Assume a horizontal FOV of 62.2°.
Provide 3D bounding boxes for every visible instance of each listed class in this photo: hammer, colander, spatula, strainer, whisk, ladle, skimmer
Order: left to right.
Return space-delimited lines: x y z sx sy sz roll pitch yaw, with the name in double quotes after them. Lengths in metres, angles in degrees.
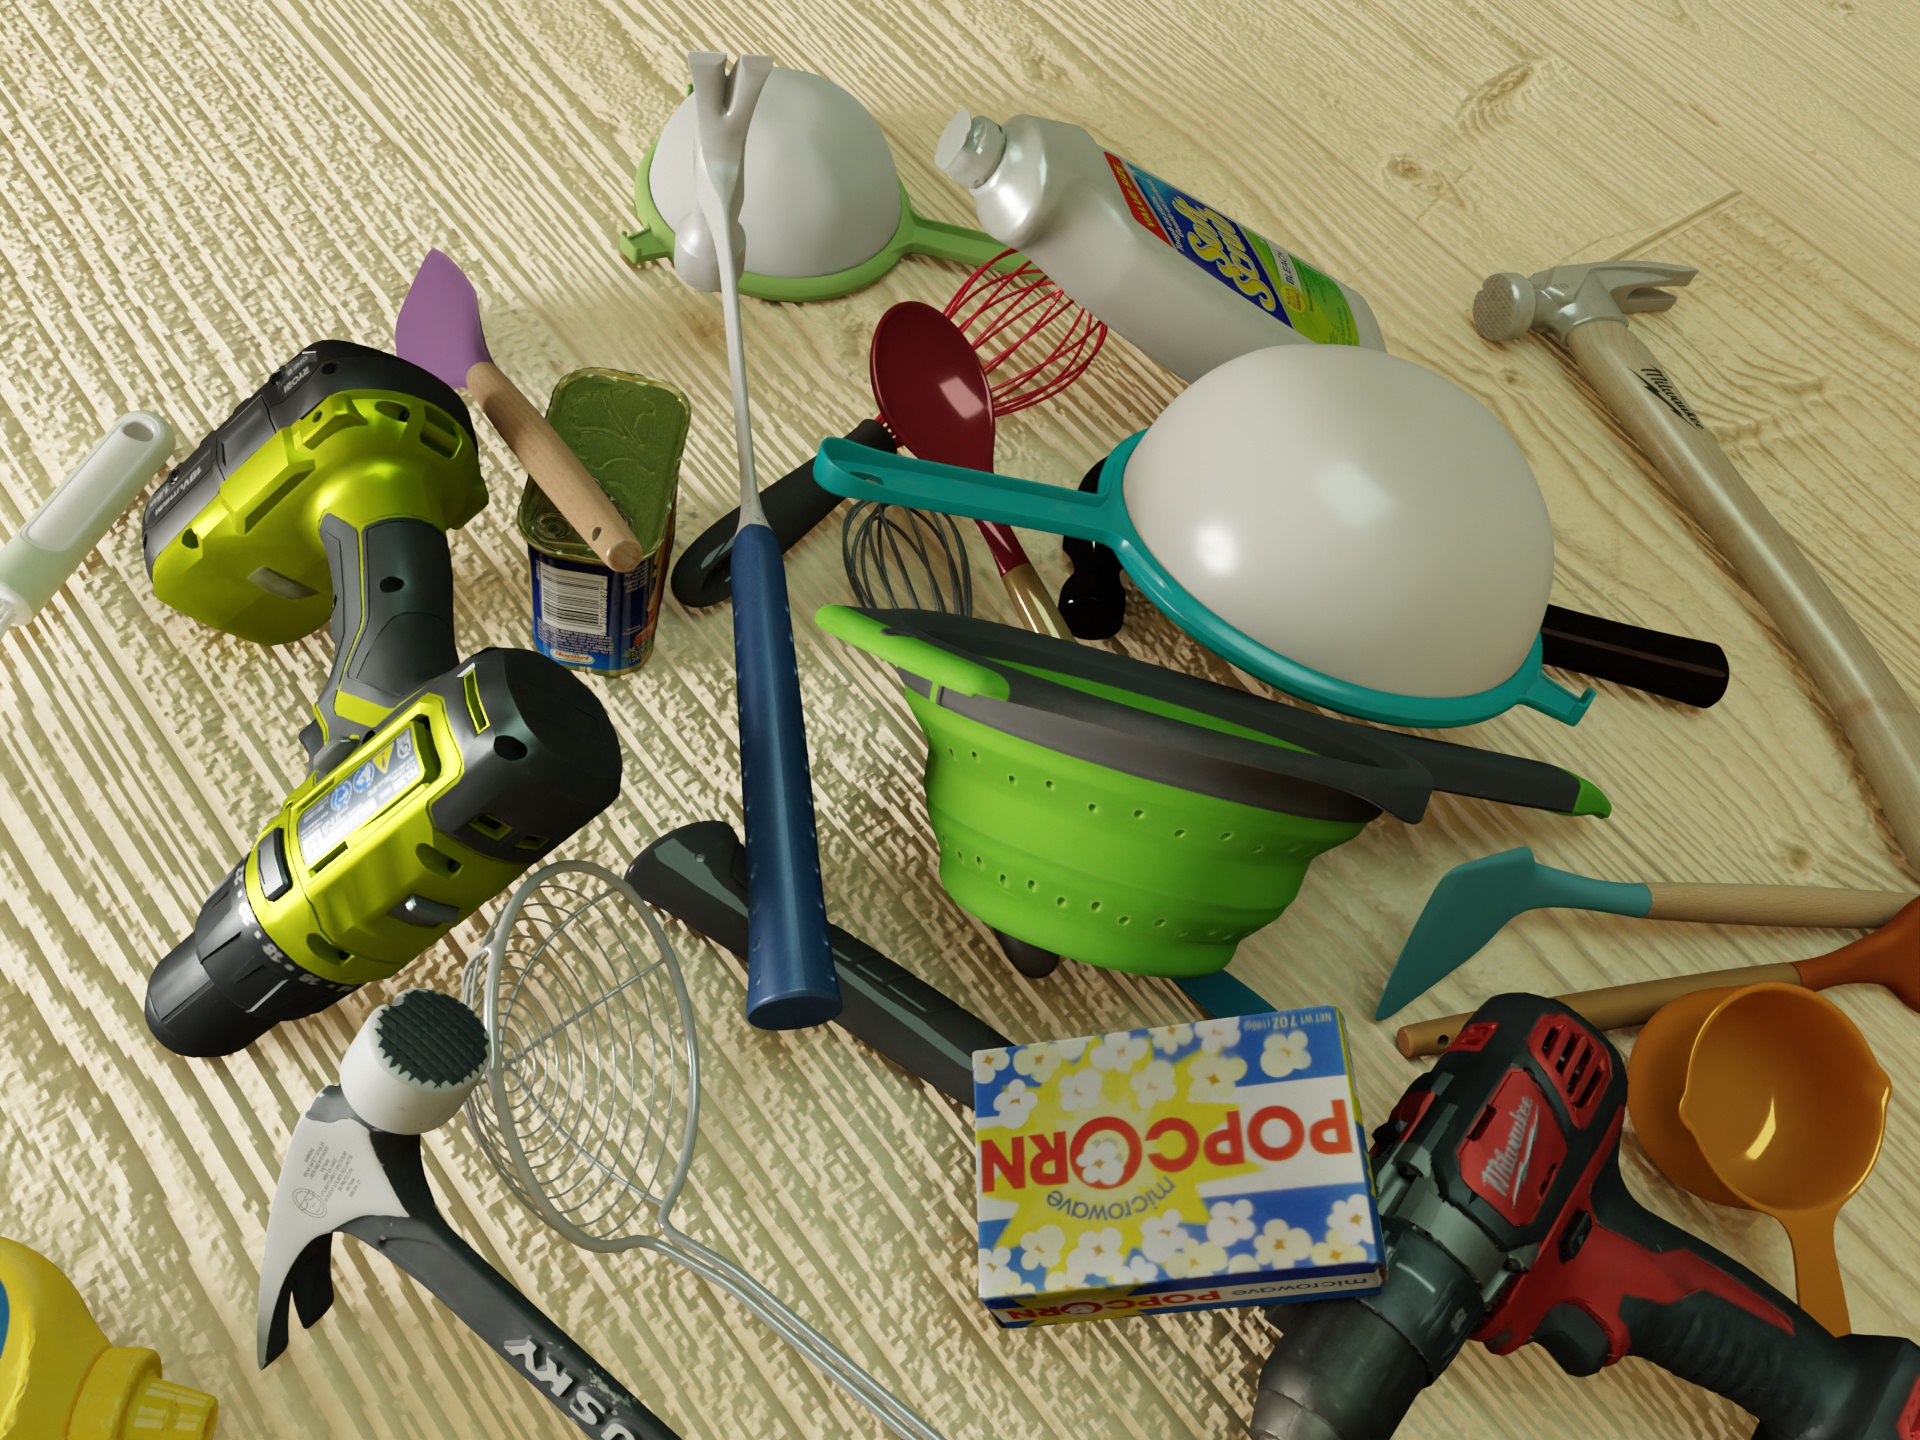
-0.375 -0.040 0.613 0.057 0.059 0.247 25 49 -11 "whisk"
-0.188 -0.129 0.647 0.018 0.059 0.316 19 17 -40 "spatula"
-0.083 -0.083 0.629 0.035 0.144 0.406 -2 64 -14 "hammer"
-0.044 0.258 0.458 0.409 0.149 0.036 41 30 4 "hammer"
-0.043 -0.283 0.839 0.256 0.069 0.152 13 55 -2 "strainer"
-0.020 0.191 0.511 0.363 0.090 0.127 38 14 9 "skimmer"
-0.026 -0.143 0.758 0.073 0.073 0.296 40 62 14 "whisk"
-0.001 -0.002 0.677 0.055 0.055 0.239 -9 64 -19 "whisk"
0.017 0.141 0.588 0.335 0.035 0.146 32 55 9 "hammer"
0.037 -0.043 0.688 0.069 0.031 0.315 -15 73 -41 "ladle"
0.113 -0.108 0.661 0.340 0.095 0.211 7 41 -20 "strainer"
0.121 0.042 0.618 0.396 0.094 0.205 10 10 -36 "colander"
0.213 -0.063 0.774 0.331 0.031 0.130 14 55 -4 "hammer"
0.320 0.087 0.688 0.317 0.082 0.044 3 34 -17 "spatula"
0.338 0.115 0.674 0.322 0.041 0.081 -6 97 -13 "spatula"
0.429 -0.093 0.843 0.146 0.038 0.411 -10 60 -21 "hammer"

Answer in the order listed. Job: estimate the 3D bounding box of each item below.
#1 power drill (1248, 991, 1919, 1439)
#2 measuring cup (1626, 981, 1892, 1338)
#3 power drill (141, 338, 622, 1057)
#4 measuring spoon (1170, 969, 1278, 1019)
0.218 0.226 0.528 0.227 0.080 0.188 42 62 6 "power drill"
0.314 0.190 0.623 0.095 0.052 0.174 -4 82 -13 "measuring cup"
-0.228 -0.008 0.573 0.190 0.080 0.229 -36 55 15 "power drill"
0.092 0.107 0.644 0.128 0.021 0.042 38 55 2 "measuring spoon"
